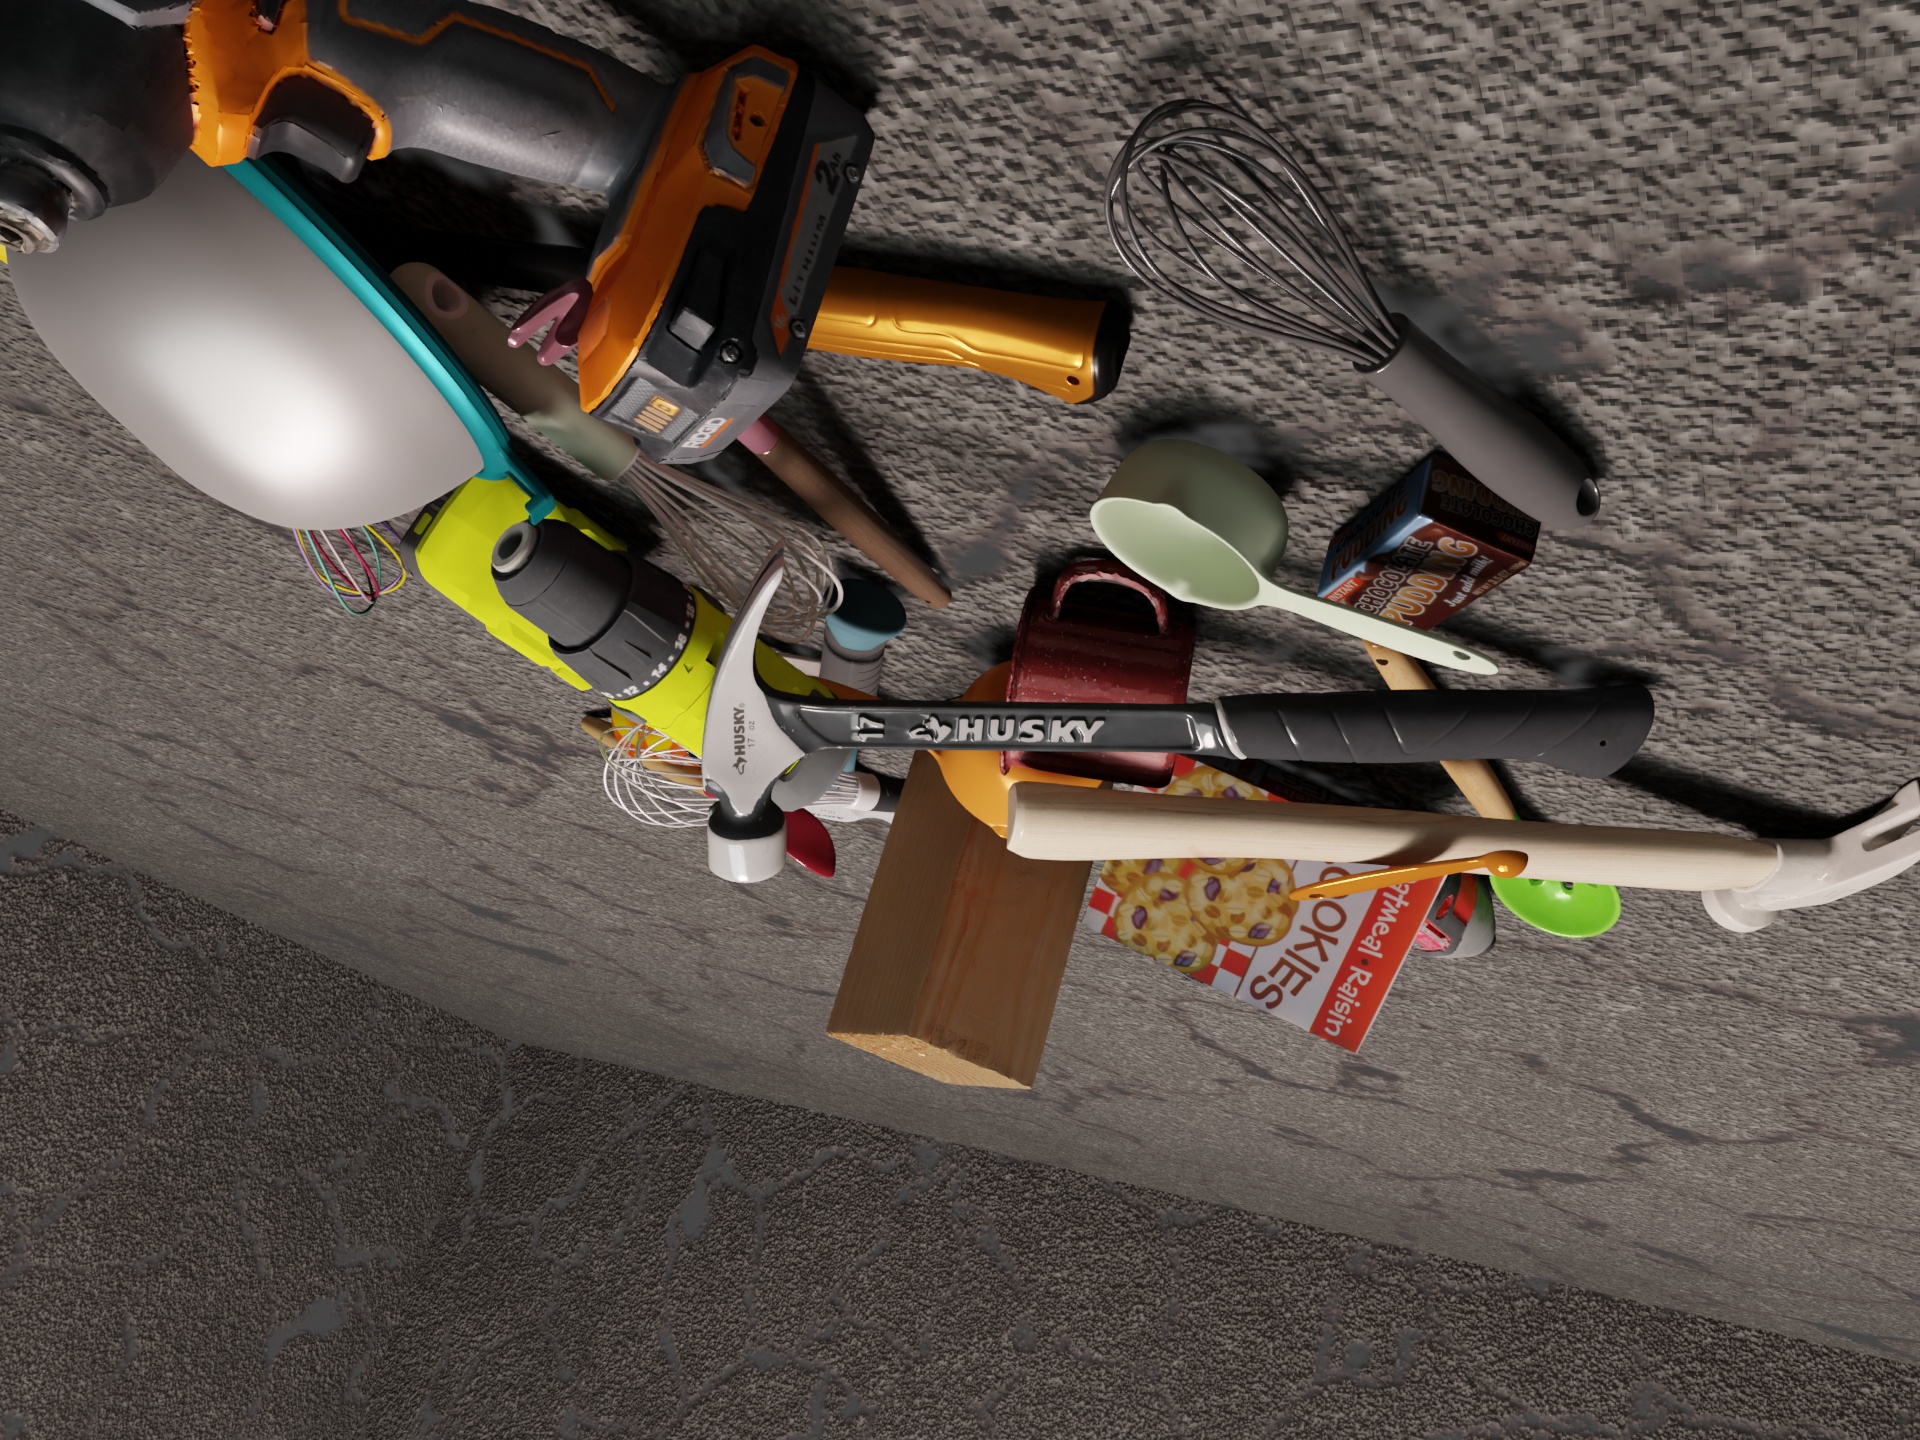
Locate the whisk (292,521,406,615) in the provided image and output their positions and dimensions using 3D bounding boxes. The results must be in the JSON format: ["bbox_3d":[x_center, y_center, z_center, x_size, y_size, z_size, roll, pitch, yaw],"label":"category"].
[{"bbox_3d":[-0.370,-0.131,0.873,0.047,0.051,0.244,18,156,14],"label":"whisk"}]

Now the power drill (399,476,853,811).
[{"bbox_3d":[-0.172,-0.052,0.748,0.229,0.080,0.190,29,172,46],"label":"power drill"}]

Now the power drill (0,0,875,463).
[{"bbox_3d":[-0.151,-0.164,0.458,0.226,0.164,0.084,25,157,-24],"label":"power drill"}]

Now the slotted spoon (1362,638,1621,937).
[{"bbox_3d":[0.271,0.036,0.814,0.070,0.031,0.313,-1,151,38],"label":"slotted spoon"}]

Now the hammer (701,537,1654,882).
[{"bbox_3d":[0.096,-0.002,0.678,0.409,0.036,0.149,0,119,-6],"label":"hammer"}]

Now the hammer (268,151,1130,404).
[{"bbox_3d":[-0.104,-0.166,0.591,0.337,0.034,0.127,12,159,13],"label":"hammer"}]

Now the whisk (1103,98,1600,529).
[{"bbox_3d":[0.136,-0.118,0.513,0.238,0.055,0.055,26,157,-32],"label":"whisk"}]

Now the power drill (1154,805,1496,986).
[{"bbox_3d":[0.214,0.111,0.980,0.220,0.079,0.143,-10,146,44],"label":"power drill"}]

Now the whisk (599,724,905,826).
[{"bbox_3d":[-0.083,0.038,0.921,0.284,0.070,0.070,11,168,-43],"label":"whisk"}]

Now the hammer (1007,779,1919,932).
[{"bbox_3d":[0.228,0.054,0.746,0.410,0.038,0.146,4,158,-6],"label":"hammer"}]

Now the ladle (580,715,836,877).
[{"bbox_3d":[-0.176,0.038,1.046,0.316,0.031,0.069,21,167,49],"label":"ladle"}]

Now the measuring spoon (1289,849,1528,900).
[{"bbox_3d":[0.206,0.076,0.738,0.117,0.011,0.021,-16,151,36],"label":"measuring spoon"}]

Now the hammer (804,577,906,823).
[{"bbox_3d":[-0.070,-0.001,0.956,0.128,0.033,0.330,8,158,-5],"label":"hammer"}]

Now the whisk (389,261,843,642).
[{"bbox_3d":[-0.137,-0.106,0.666,0.059,0.058,0.246,-12,144,36],"label":"whisk"}]

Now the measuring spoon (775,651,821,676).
[{"bbox_3d":[-0.117,-0.043,0.937,0.124,0.018,0.034,11,158,-3],"label":"measuring spoon"}]

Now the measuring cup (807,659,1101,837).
[{"bbox_3d":[-0.001,-0.003,0.831,0.173,0.095,0.052,19,146,-14],"label":"measuring cup"}]

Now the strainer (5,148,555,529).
[{"bbox_3d":[-0.303,-0.176,0.553,0.211,0.095,0.340,30,164,41],"label":"strainer"}]

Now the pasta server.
[{"bbox_3d":[-0.072,-0.099,0.663,0.060,0.040,0.316,21,173,27],"label":"pasta server"}]

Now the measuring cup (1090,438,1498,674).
[{"bbox_3d":[0.132,-0.063,0.617,0.168,0.038,0.083,23,165,18],"label":"measuring cup"}]
